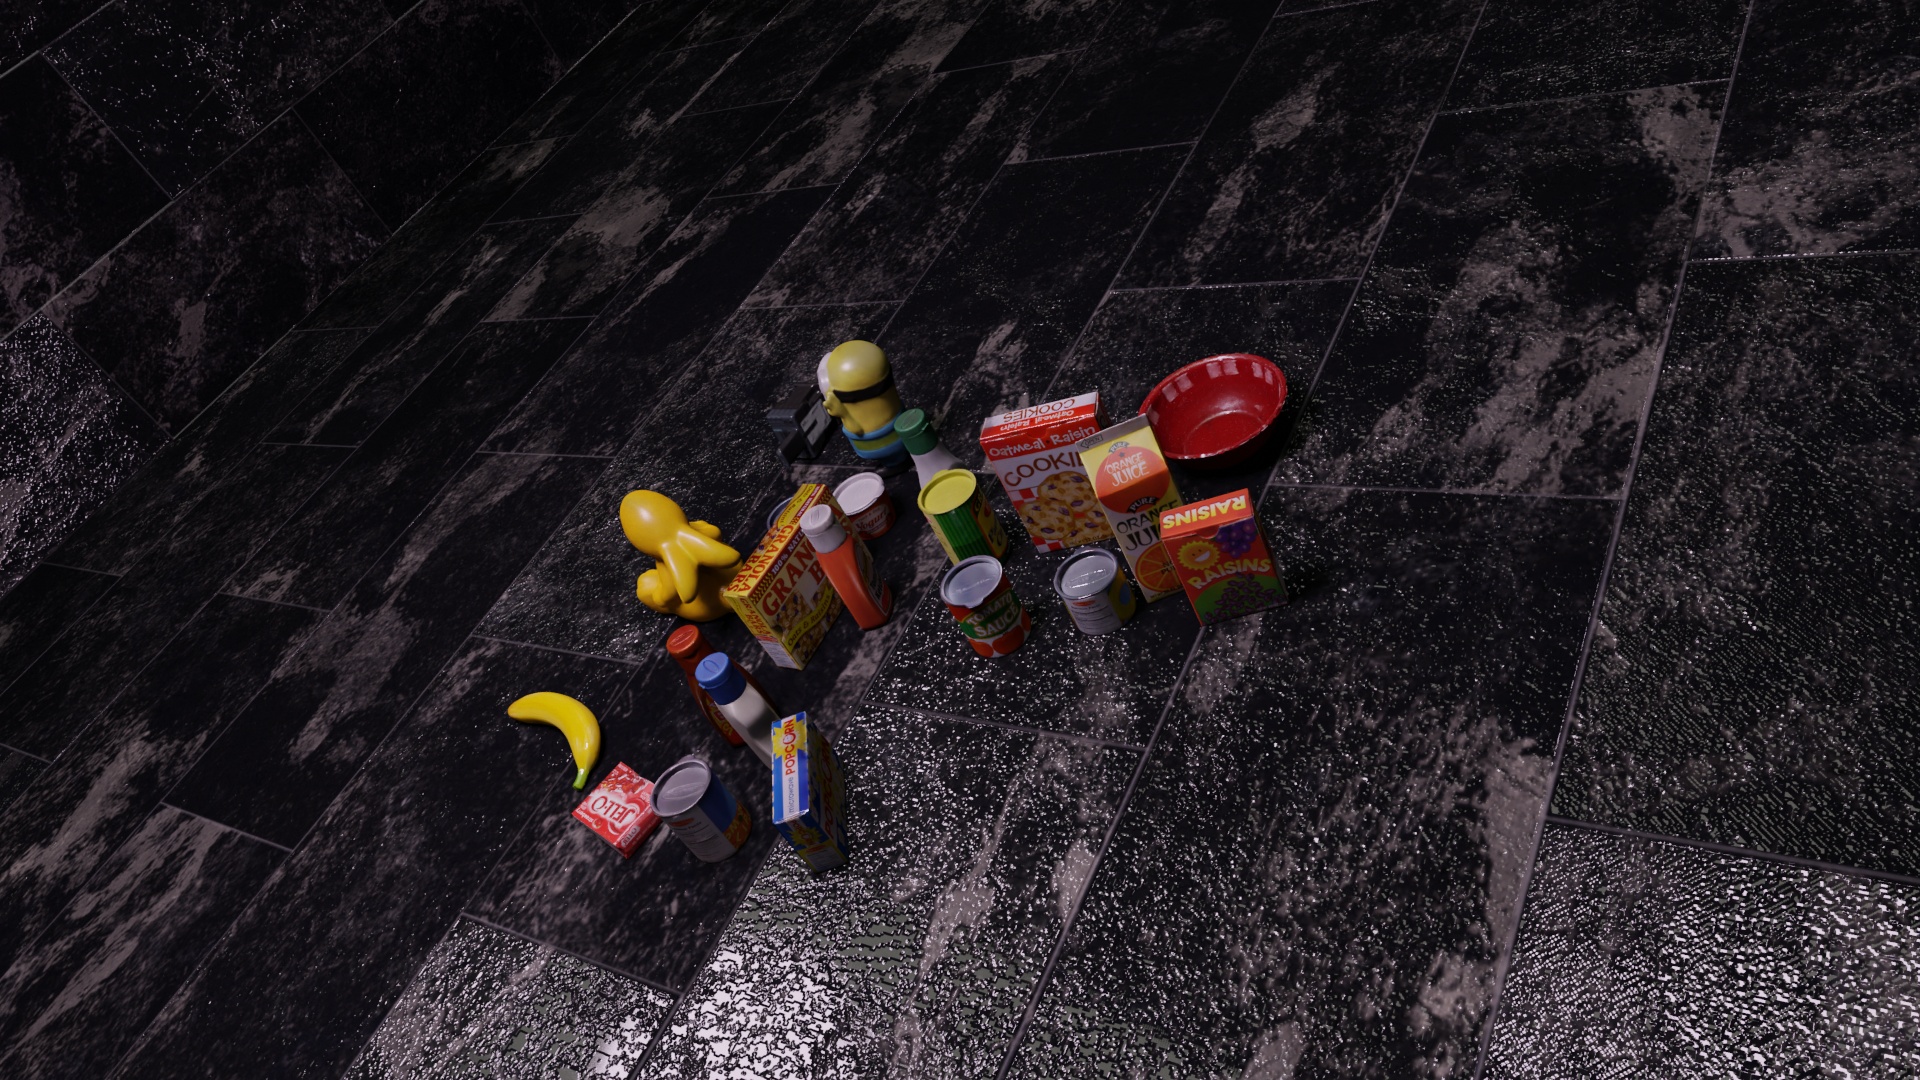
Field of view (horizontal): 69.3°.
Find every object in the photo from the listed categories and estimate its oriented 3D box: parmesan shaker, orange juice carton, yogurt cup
[{"bbox_3d":[0.005,-0.019,1.480,0.071,0.102,0.072,-18,39,15],"label":"parmesan shaker"},{"bbox_3d":[0.174,-0.038,1.321,0.072,0.192,0.073,-22,38,10],"label":"orange juice carton"},{"bbox_3d":[-0.110,-0.038,1.615,0.072,0.053,0.073,-18,39,15],"label":"yogurt cup"}]

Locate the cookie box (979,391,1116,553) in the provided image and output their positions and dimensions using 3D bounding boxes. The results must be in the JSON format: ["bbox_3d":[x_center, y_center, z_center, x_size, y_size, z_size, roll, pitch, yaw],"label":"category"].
[{"bbox_3d":[0.109,-0.066,1.415,0.123,0.166,0.040,-12,41,21],"label":"cookie box"}]

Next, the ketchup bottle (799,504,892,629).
[{"bbox_3d":[-0.122,0.026,1.474,0.043,0.148,0.065,-19,39,14],"label":"ketchup bottle"}]

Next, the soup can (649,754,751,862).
[{"bbox_3d":[-0.250,0.260,1.347,0.071,0.083,0.072,-18,39,15],"label":"soup can"}]

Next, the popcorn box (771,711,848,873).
[{"bbox_3d":[-0.142,0.236,1.304,0.038,0.085,0.127,-22,38,10],"label":"popcorn box"}]

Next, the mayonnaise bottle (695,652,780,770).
[{"bbox_3d":[-0.208,0.170,1.369,0.041,0.147,0.065,-45,40,-18],"label":"mayonnaise bottle"}]

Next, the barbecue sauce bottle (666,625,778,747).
[{"bbox_3d":[-0.247,0.147,1.420,0.065,0.148,0.044,-32,38,-2],"label":"barbecue sauce bottle"}]

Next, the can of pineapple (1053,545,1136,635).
[{"bbox_3d":[0.133,0.049,1.360,0.071,0.057,0.071,-18,39,15],"label":"can of pineapple"}]

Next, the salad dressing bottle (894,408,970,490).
[{"bbox_3d":[-0.026,-0.080,1.533,0.044,0.147,0.064,8,51,38],"label":"salad dressing bottle"}]

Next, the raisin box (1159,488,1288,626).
[{"bbox_3d":[0.242,0.017,1.273,0.086,0.123,0.040,-15,40,18],"label":"raisin box"}]

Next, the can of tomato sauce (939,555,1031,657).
[{"bbox_3d":[0.027,0.068,1.386,0.071,0.082,0.071,-18,39,15],"label":"can of tomato sauce"}]

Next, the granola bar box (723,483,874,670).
[{"bbox_3d":[-0.171,0.039,1.512,0.039,0.123,0.166,4,49,36],"label":"granola bar box"}]

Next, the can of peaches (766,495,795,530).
[{"bbox_3d":[-0.185,-0.010,1.629,0.071,0.058,0.071,-18,39,15],"label":"can of peaches"}]
